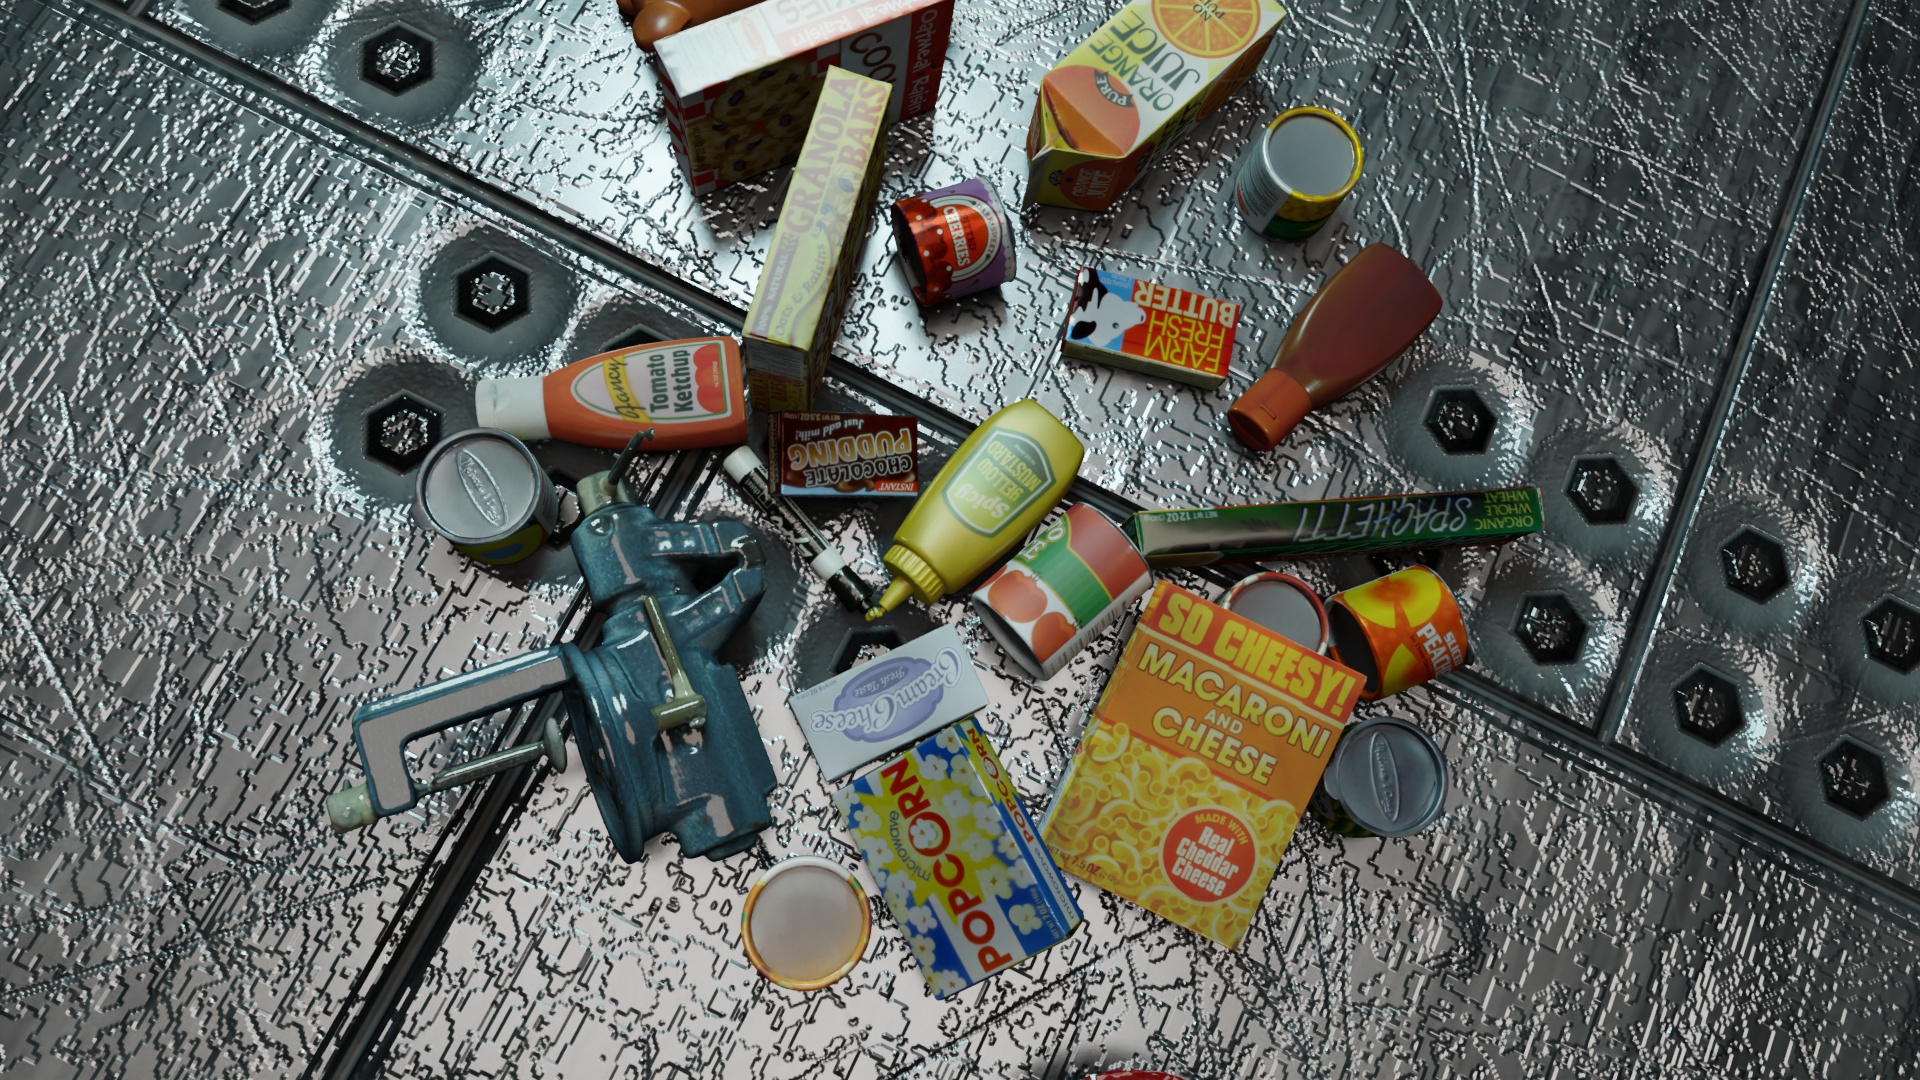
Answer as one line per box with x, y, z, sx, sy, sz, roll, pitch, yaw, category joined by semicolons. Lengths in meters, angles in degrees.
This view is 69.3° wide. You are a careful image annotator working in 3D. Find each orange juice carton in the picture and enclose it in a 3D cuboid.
0.107;-0.278;0.868;0.073;0.071;0.193;45;76;6;orange juice carton

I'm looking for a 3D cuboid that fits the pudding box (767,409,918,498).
-0.068;-0.049;0.801;0.084;0.030;0.049;1;91;-23;pudding box

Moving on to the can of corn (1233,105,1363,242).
0.215;-0.231;0.875;0.071;0.058;0.071;1;77;-6;can of corn

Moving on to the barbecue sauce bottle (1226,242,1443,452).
0.227;-0.116;0.857;0.149;0.043;0.065;-43;84;-13;barbecue sauce bottle

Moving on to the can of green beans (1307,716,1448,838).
0.233;0.135;0.789;0.071;0.057;0.071;1;77;-6;can of green beans

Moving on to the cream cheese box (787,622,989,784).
-0.040;0.092;0.788;0.104;0.024;0.053;-25;82;-11;cream cheese box

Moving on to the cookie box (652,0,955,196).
-0.090;-0.273;0.819;0.168;0.122;0.040;-24;82;-11;cookie box

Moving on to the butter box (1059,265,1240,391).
0.117;-0.131;0.858;0.103;0.024;0.053;13;76;-3;butter box

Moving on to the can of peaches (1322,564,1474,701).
0.252;0.055;0.805;0.058;0.071;0.071;-19;80;-9;can of peaches

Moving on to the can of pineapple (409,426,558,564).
-0.264;-0.023;0.774;0.071;0.057;0.071;1;76;-6;can of pineapple

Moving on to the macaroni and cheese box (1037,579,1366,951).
0.131;0.122;0.771;0.124;0.040;0.166;26;90;0;macaroni and cheese box

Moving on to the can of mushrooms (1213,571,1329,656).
0.182;0.051;0.817;0.071;0.033;0.071;1;76;-5;can of mushrooms

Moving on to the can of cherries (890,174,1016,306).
-0.004;-0.180;0.833;0.058;0.071;0.071;-18;79;-10;can of cherries

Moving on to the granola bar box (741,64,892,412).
-0.081;-0.164;0.793;0.039;0.124;0.166;16;76;-3;granola bar box

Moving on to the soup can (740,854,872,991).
-0.080;0.201;0.727;0.071;0.083;0.071;1;77;-6;soup can

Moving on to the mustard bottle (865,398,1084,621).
0.003;-0.010;0.804;0.065;0.048;0.160;41;76;5;mustard bottle

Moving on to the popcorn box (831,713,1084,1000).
-0.002;0.170;0.748;0.085;0.038;0.127;-32;81;19;popcorn box

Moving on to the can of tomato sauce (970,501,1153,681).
0.056;0.028;0.792;0.083;0.071;0.071;-41;84;-13;can of tomato sauce

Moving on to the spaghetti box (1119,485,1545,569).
0.220;-0.007;0.826;0.250;0.050;0.029;-4;79;-7;spaghetti box

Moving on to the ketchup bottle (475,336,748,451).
-0.200;-0.080;0.802;0.149;0.043;0.065;-6;70;-7;ketchup bottle
